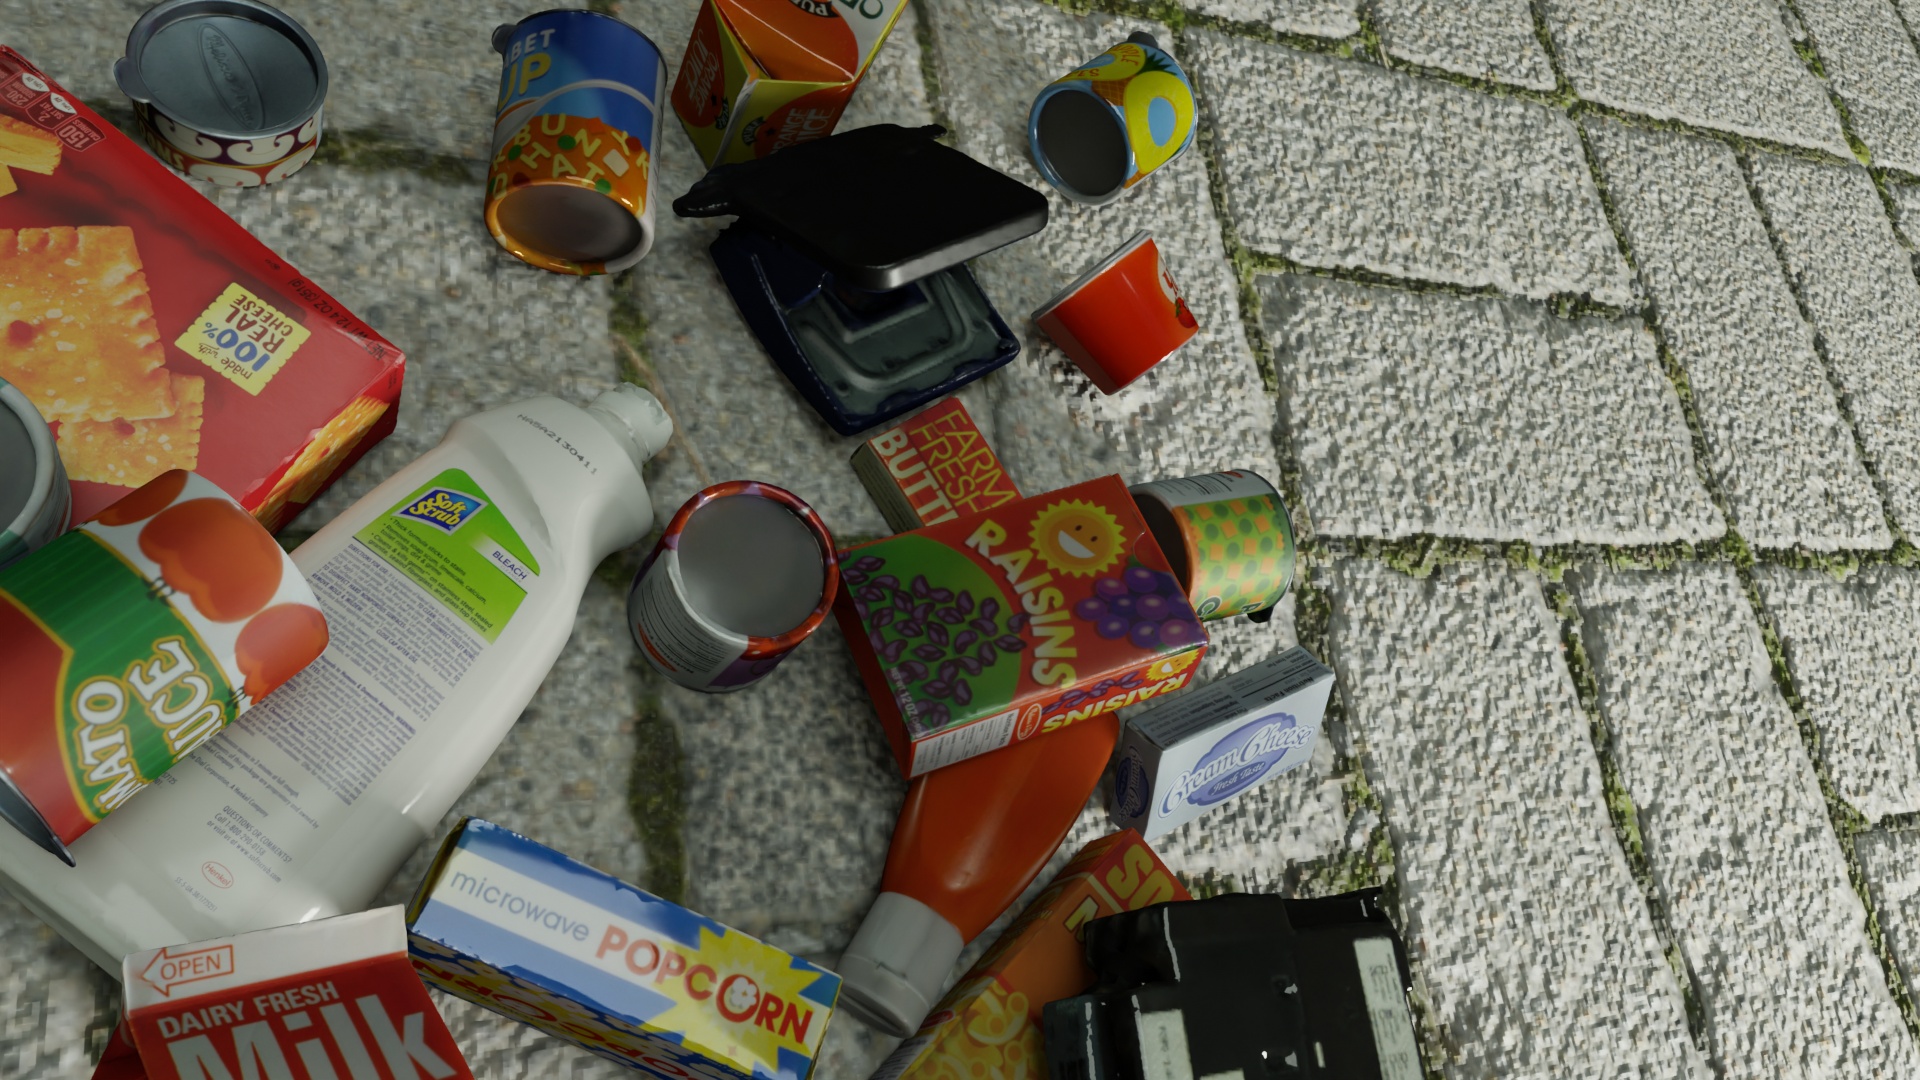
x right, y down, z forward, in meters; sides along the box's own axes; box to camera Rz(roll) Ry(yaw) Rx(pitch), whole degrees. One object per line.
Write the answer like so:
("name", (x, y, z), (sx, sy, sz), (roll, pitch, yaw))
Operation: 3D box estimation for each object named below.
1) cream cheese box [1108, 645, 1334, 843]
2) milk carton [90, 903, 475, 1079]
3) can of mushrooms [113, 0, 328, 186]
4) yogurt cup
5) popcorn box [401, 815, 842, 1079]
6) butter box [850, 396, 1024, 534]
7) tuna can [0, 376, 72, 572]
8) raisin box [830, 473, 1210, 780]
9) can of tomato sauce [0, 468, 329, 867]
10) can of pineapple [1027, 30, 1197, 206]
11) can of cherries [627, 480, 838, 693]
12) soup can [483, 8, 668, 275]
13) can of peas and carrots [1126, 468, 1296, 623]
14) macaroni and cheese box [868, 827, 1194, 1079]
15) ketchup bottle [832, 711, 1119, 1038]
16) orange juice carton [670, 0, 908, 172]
("cream cheese box", (0.111, 0.085, 0.589), (0.104, 0.053, 0.024), (-18, 39, -32))
("milk carton", (-0.169, 0.192, 0.345), (0.072, 0.073, 0.190), (2, 84, -49))
("can of mushrooms", (-0.278, -0.169, 0.524), (0.071, 0.033, 0.071), (11, 64, -23))
("yogurt cup", (0.075, -0.105, 0.654), (0.073, 0.072, 0.054), (-41, 97, -34))
("popcorn box", (-0.111, 0.136, 0.436), (0.127, 0.085, 0.038), (28, 57, -13))
("butter box", (0.002, -0.007, 0.595), (0.053, 0.024, 0.103), (-29, 82, -33))
("tuna can", (-0.279, -0.014, 0.367), (0.071, 0.032, 0.071), (10, 66, -23))
("raisin box", (0.021, 0.030, 0.536), (0.124, 0.039, 0.086), (-16, 58, -17))
("can of tomato sauce", (-0.222, 0.031, 0.367), (0.071, 0.071, 0.083), (45, 53, -2))
("can of pineapple", (0.076, -0.211, 0.699), (0.071, 0.070, 0.058), (49, 56, 1))
("can of cherries", (-0.084, 0.016, 0.521), (0.071, 0.058, 0.072), (10, 64, -22))
("soup can", (-0.157, -0.160, 0.560), (0.071, 0.071, 0.084), (9, 64, -23))
("can of peas and carrots", (0.105, 0.006, 0.616), (0.059, 0.070, 0.071), (-8, 72, -29))
("macaroni and cheese box", (0.044, 0.207, 0.508), (0.167, 0.040, 0.123), (-39, 89, -34))
("ketchup bottle", (0.003, 0.113, 0.527), (0.065, 0.043, 0.149), (31, 57, 6))
("orange juice carton", (-0.071, -0.240, 0.636), (0.073, 0.071, 0.193), (29, 57, -11))
